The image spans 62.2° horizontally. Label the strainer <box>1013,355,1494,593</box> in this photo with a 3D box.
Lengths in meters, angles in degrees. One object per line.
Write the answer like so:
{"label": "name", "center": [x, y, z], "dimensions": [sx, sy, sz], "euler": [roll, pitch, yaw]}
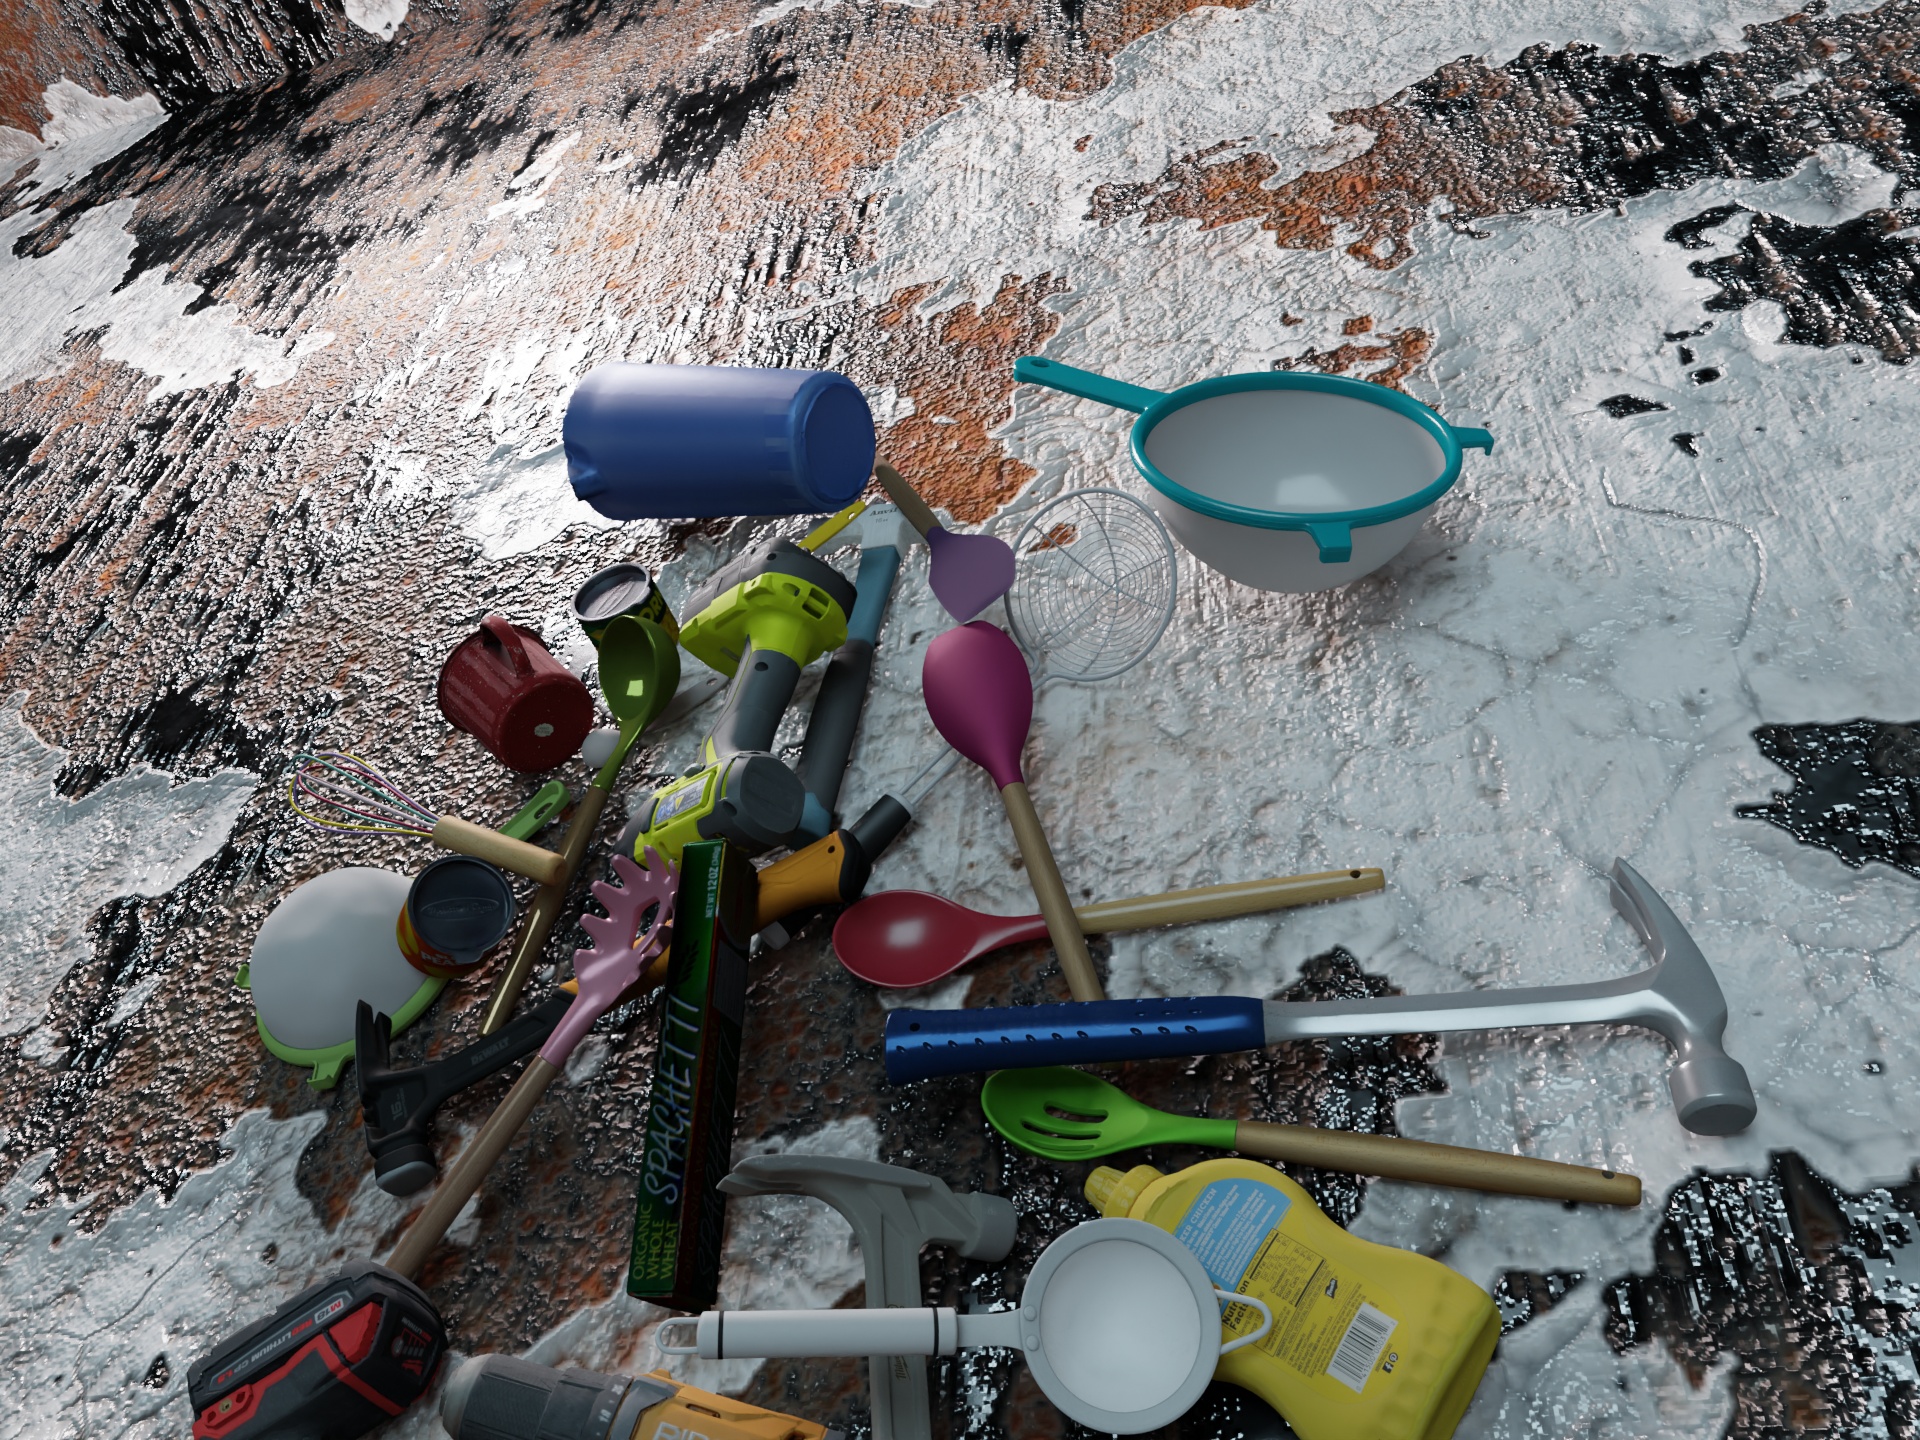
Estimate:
{"label": "strainer", "center": [0.169, -0.169, 1.086], "dimensions": [0.341, 0.095, 0.211], "euler": [26, 45, 35]}

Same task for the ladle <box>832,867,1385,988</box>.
{"label": "ladle", "center": [0.081, 0.111, 0.907], "dimensions": [0.315, 0.031, 0.069], "euler": [-9, 48, 12]}

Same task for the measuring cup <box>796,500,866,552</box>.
{"label": "measuring cup", "center": [-0.123, -0.108, 1.181], "dimensions": [0.156, 0.029, 0.062], "euler": [-36, 34, 17]}

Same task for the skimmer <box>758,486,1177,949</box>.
{"label": "skimmer", "center": [-0.002, -0.003, 1.009], "dimensions": [0.127, 0.090, 0.363], "euler": [35, 67, 26]}

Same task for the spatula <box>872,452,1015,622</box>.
{"label": "spatula", "center": [-0.023, -0.144, 1.151], "dimensions": [0.060, 0.018, 0.316], "euler": [-38, 31, 2]}

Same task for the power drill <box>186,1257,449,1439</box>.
{"label": "power drill", "center": [-0.284, 0.380, 0.760], "dimensions": [0.143, 0.078, 0.220], "euler": [-31, 45, -9]}

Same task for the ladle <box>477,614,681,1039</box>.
{"label": "ladle", "center": [-0.264, 0.064, 1.073], "dimensions": [0.078, 0.062, 0.320], "euler": [-22, 40, 45]}

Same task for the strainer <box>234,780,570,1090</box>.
{"label": "strainer", "center": [-0.377, 0.115, 1.071], "dimensions": [0.256, 0.069, 0.152], "euler": [-43, 45, -18]}

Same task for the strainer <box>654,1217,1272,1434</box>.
{"label": "strainer", "center": [0.001, 0.259, 0.678], "dimensions": [0.258, 0.050, 0.087], "euler": [1, 63, -6]}

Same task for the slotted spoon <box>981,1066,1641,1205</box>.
{"label": "slotted spoon", "center": [0.160, 0.207, 0.771], "dimensions": [0.314, 0.031, 0.070], "euler": [2, 24, 22]}

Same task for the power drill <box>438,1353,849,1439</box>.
{"label": "power drill", "center": [-0.163, 0.384, 0.661], "dimensions": [0.185, 0.084, 0.226], "euler": [15, 49, 5]}

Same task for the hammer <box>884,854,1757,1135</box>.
{"label": "hammer", "center": [0.163, 0.147, 0.798], "dimensions": [0.405, 0.035, 0.144], "euler": [-6, 45, 10]}

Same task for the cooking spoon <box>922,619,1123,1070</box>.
{"label": "cooking spoon", "center": [0.038, 0.060, 0.927], "dimensions": [0.069, 0.017, 0.319], "euler": [-24, 53, 6]}

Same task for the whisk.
{"label": "whisk", "center": [-0.361, 0.064, 1.066], "dimensions": [0.245, 0.051, 0.047], "euler": [15, 33, 25]}

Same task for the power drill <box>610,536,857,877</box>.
{"label": "power drill", "center": [-0.155, 0.002, 1.051], "dimensions": [0.171, 0.080, 0.223], "euler": [-25, 41, 42]}

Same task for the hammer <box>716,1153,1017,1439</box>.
{"label": "hammer", "center": [-0.029, 0.354, 0.654], "dimensions": [0.036, 0.149, 0.359], "euler": [-52, 32, 39]}

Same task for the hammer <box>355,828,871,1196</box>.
{"label": "hammer", "center": [-0.209, 0.152, 0.956], "dimensions": [0.337, 0.034, 0.127], "euler": [-28, 52, 1]}

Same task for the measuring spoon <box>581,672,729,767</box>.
{"label": "measuring spoon", "center": [-0.224, -0.006, 1.166], "dimensions": [0.124, 0.018, 0.034], "euler": [-32, 42, -11]}

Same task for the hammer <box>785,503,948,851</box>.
{"label": "hammer", "center": [-0.079, -0.041, 1.127], "dimensions": [0.128, 0.033, 0.331], "euler": [-6, 45, 20]}

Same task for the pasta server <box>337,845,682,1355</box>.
{"label": "pasta server", "center": [-0.252, 0.212, 0.891], "dimensions": [0.060, 0.040, 0.316], "euler": [26, 75, 35]}
